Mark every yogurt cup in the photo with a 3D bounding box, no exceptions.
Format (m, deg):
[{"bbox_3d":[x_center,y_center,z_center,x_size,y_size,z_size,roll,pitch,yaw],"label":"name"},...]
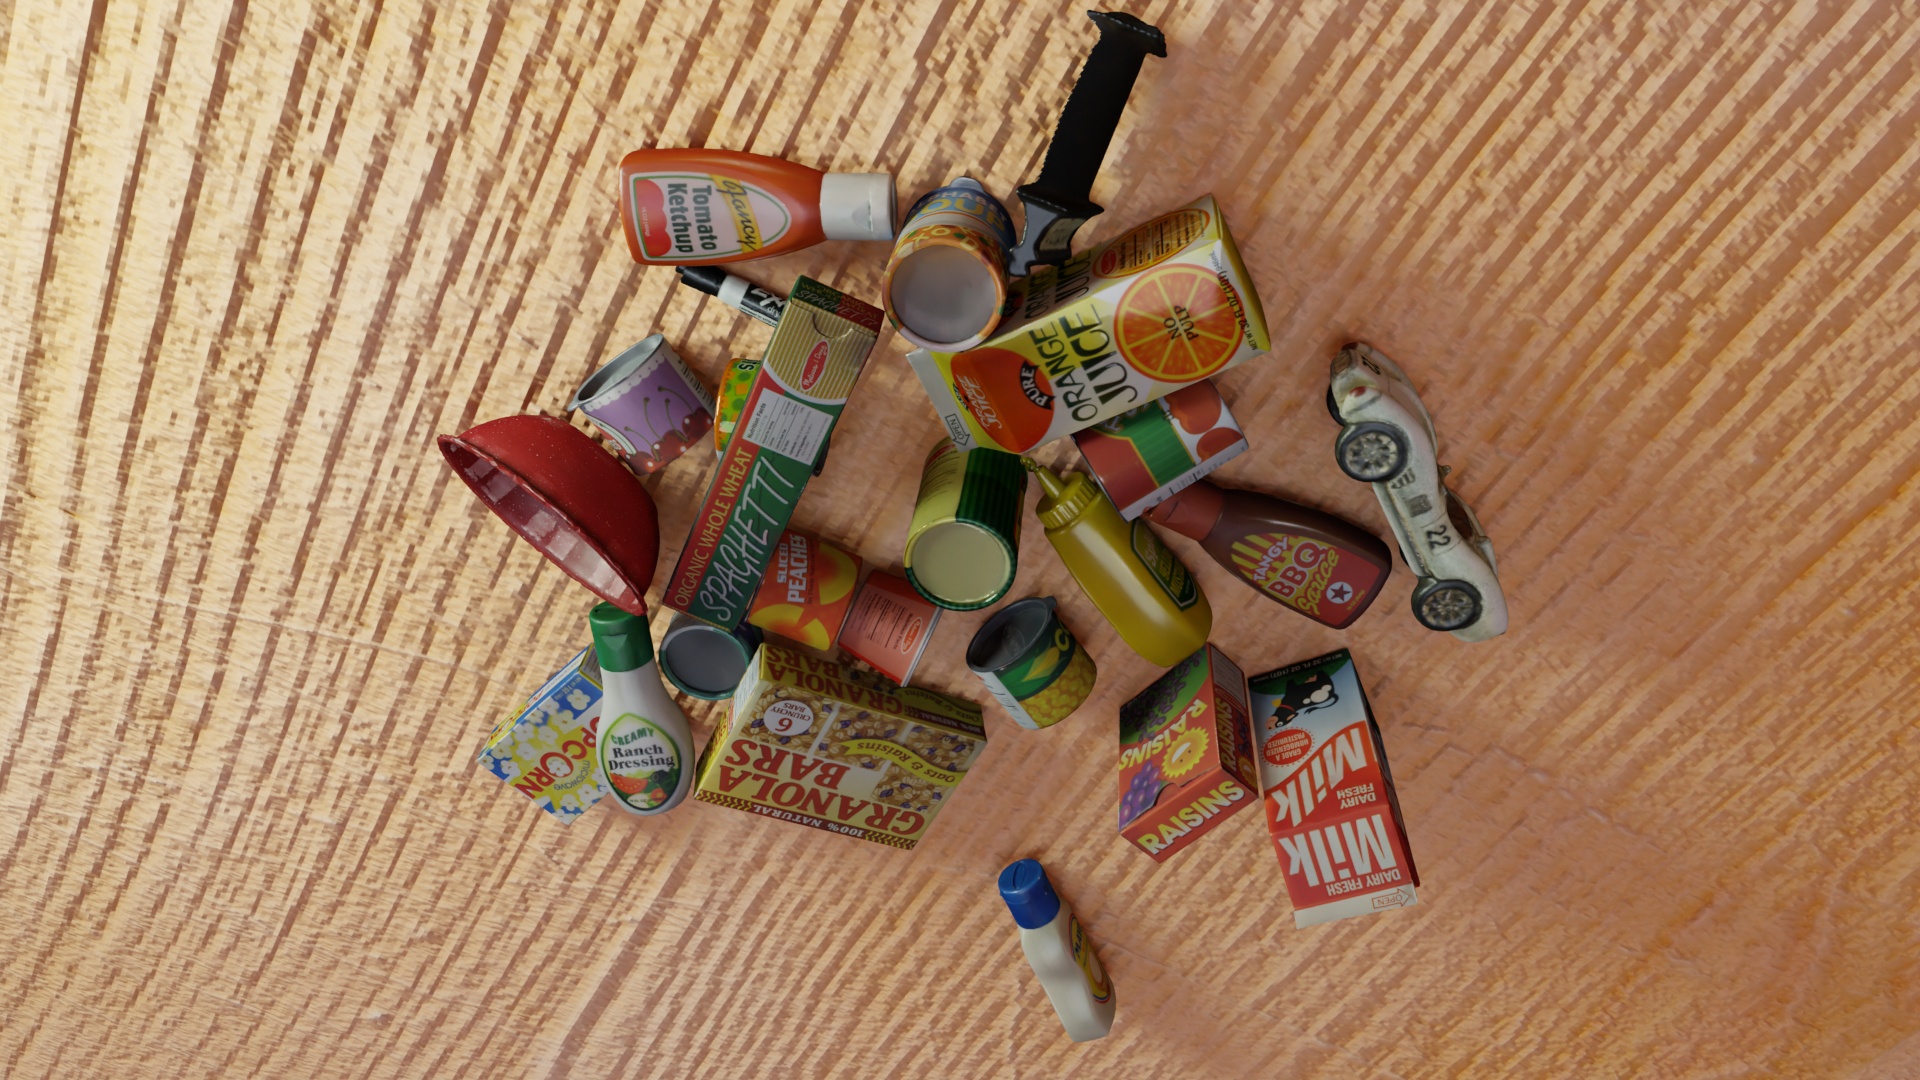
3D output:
[{"bbox_3d":[-0.045,0.054,0.900,0.054,0.073,0.072,25,122,0],"label":"yogurt cup"}]

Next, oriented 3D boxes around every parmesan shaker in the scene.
[{"bbox_3d":[0.003,-0.010,0.830,0.071,0.103,0.071,3,123,5],"label":"parmesan shaker"}]

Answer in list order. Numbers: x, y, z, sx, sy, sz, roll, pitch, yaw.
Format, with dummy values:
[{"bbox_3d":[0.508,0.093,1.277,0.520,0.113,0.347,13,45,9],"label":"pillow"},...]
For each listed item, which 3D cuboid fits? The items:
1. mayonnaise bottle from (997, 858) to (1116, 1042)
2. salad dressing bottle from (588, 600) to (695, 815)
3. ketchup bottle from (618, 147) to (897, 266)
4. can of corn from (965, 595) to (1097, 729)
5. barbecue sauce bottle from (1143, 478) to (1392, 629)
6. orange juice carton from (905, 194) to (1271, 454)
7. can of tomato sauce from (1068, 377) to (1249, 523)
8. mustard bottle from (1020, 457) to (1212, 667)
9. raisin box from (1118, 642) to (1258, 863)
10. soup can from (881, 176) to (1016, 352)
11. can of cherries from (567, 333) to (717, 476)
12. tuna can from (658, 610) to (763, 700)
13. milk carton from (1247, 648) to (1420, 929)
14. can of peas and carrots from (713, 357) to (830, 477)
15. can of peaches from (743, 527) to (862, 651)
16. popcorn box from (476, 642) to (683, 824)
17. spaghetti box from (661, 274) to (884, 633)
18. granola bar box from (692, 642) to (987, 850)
[{"bbox_3d":[0.073,0.306,1.046,0.041,0.065,0.147,-18,115,18],"label":"mayonnaise bottle"},{"bbox_3d":[-0.216,0.111,0.925,0.064,0.044,0.147,-5,113,2],"label":"salad dressing bottle"},{"bbox_3d":[-0.110,-0.185,0.769,0.149,0.044,0.064,1,122,5],"label":"ketchup bottle"},{"bbox_3d":[0.049,0.079,0.904,0.071,0.071,0.058,-29,115,22],"label":"can of corn"},{"bbox_3d":[0.185,0.000,0.851,0.148,0.044,0.064,24,123,-9],"label":"barbecue sauce bottle"},{"bbox_3d":[0.068,-0.112,0.777,0.192,0.073,0.071,-22,117,19],"label":"orange juice carton"},{"bbox_3d":[0.112,-0.061,0.799,0.083,0.071,0.071,-32,114,8],"label":"can of tomato sauce"},{"bbox_3d":[0.092,0.006,0.855,0.048,0.066,0.160,-34,109,28],"label":"mustard bottle"},{"bbox_3d":[0.144,0.134,0.893,0.040,0.124,0.086,40,118,-18],"label":"raisin box"},{"bbox_3d":[-0.005,-0.151,0.754,0.071,0.084,0.071,3,122,5],"label":"soup can"},{"bbox_3d":[-0.188,-0.079,0.829,0.071,0.072,0.058,-26,117,21],"label":"can of cherries"},{"bbox_3d":[-0.168,0.076,0.945,0.071,0.033,0.070,3,122,5],"label":"tuna can"},{"bbox_3d":[0.230,0.159,0.859,0.072,0.191,0.073,-19,118,17],"label":"milk carton"},{"bbox_3d":[-0.109,-0.076,0.825,0.059,0.071,0.070,6,123,3],"label":"can of peas and carrots"},{"bbox_3d":[-0.099,0.030,0.887,0.058,0.071,0.071,21,122,-8],"label":"can of peaches"},{"bbox_3d":[-0.271,0.140,0.992,0.126,0.038,0.085,-38,112,25],"label":"popcorn box"},{"bbox_3d":[-0.112,-0.040,0.789,0.050,0.029,0.248,23,130,-10],"label":"spaghetti box"},{"bbox_3d":[-0.083,0.145,0.955,0.165,0.039,0.123,18,123,-20],"label":"granola bar box"}]
